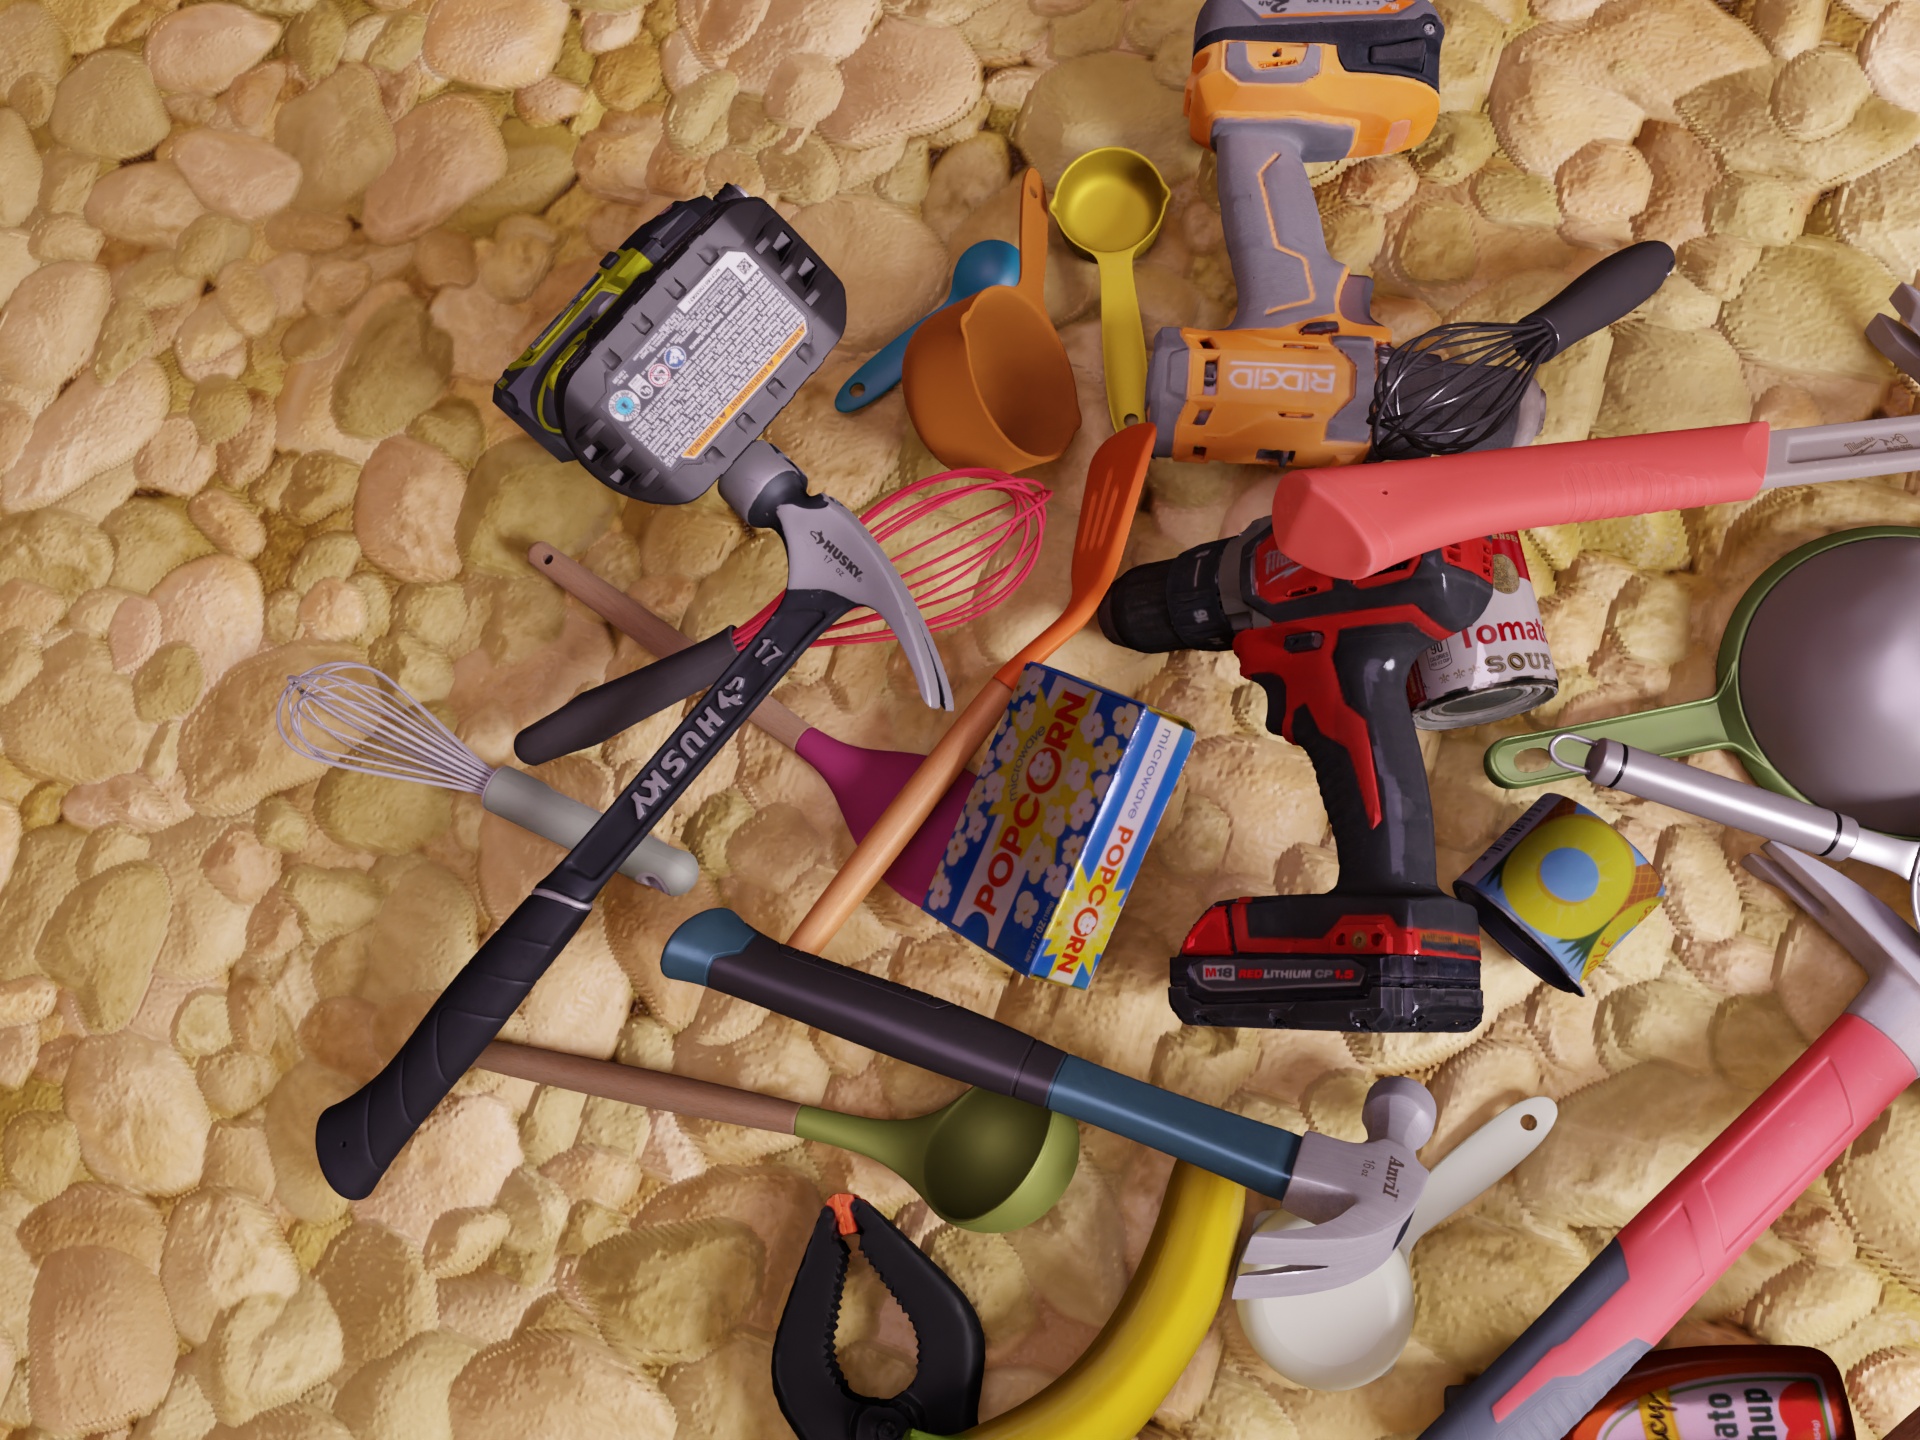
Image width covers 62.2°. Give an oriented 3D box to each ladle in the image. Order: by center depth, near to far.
[{"bbox_3d":[-0.101,0.173,0.734,0.320,0.062,0.078,7,50,16],"label":"ladle"}]

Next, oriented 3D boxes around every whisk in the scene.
[{"bbox_3d":[0.255,-0.172,0.705,0.239,0.055,0.055,-33,69,-33],"label":"whisk"},{"bbox_3d":[-0.088,-0.044,0.765,0.296,0.073,0.073,-25,72,11],"label":"whisk"},{"bbox_3d":[-0.240,0.030,0.803,0.246,0.057,0.059,24,62,11],"label":"whisk"}]

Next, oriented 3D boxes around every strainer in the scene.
[{"bbox_3d":[0.362,0.048,0.646,0.258,0.050,0.087,18,92,0],"label":"strainer"},{"bbox_3d":[0.358,-0.011,0.680,0.256,0.069,0.152,-12,74,7],"label":"strainer"}]

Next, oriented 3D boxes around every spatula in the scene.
[{"bbox_3d":[-0.001,-0.002,0.750,0.041,0.081,0.322,39,83,-13],"label":"spatula"}]

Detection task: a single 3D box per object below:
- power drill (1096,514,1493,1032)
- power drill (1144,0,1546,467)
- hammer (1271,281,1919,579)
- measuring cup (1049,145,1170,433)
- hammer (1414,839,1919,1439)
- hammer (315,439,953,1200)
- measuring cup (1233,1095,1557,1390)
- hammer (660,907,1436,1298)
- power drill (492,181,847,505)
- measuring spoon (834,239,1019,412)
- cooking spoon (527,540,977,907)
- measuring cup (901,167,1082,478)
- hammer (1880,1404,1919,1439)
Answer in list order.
[{"bbox_3d":[0.138,0.019,0.694,0.188,0.080,0.227,-7,77,43],"label":"power drill"},{"bbox_3d":[0.188,-0.229,0.767,0.185,0.084,0.226,4,81,6],"label":"power drill"},{"bbox_3d":[0.289,-0.109,0.646,0.359,0.036,0.149,-8,55,-17],"label":"hammer"},{"bbox_3d":[0.081,-0.214,0.816,0.062,0.029,0.156,-5,87,6],"label":"measuring cup"},{"bbox_3d":[0.251,0.212,0.623,0.386,0.038,0.143,-38,71,-13],"label":"hammer"},{"bbox_3d":[-0.168,0.072,0.737,0.149,0.036,0.409,44,101,17],"label":"hammer"},{"bbox_3d":[0.188,0.215,0.672,0.167,0.038,0.083,-40,72,1],"label":"measuring cup"},{"bbox_3d":[0.028,0.146,0.669,0.331,0.128,0.033,18,120,15],"label":"hammer"},{"bbox_3d":[-0.142,-0.191,0.766,0.171,0.080,0.223,-48,28,-1],"label":"power drill"},{"bbox_3d":[-0.017,-0.207,0.830,0.128,0.021,0.042,-41,72,-3],"label":"measuring spoon"},{"bbox_3d":[-0.098,-0.004,0.796,0.319,0.017,0.069,34,84,16],"label":"cooking spoon"},{"bbox_3d":[0.015,-0.200,0.796,0.052,0.095,0.174,-16,58,37],"label":"measuring cup"},{"bbox_3d":[0.342,0.287,0.582,0.130,0.031,0.331,42,102,3],"label":"hammer"}]
